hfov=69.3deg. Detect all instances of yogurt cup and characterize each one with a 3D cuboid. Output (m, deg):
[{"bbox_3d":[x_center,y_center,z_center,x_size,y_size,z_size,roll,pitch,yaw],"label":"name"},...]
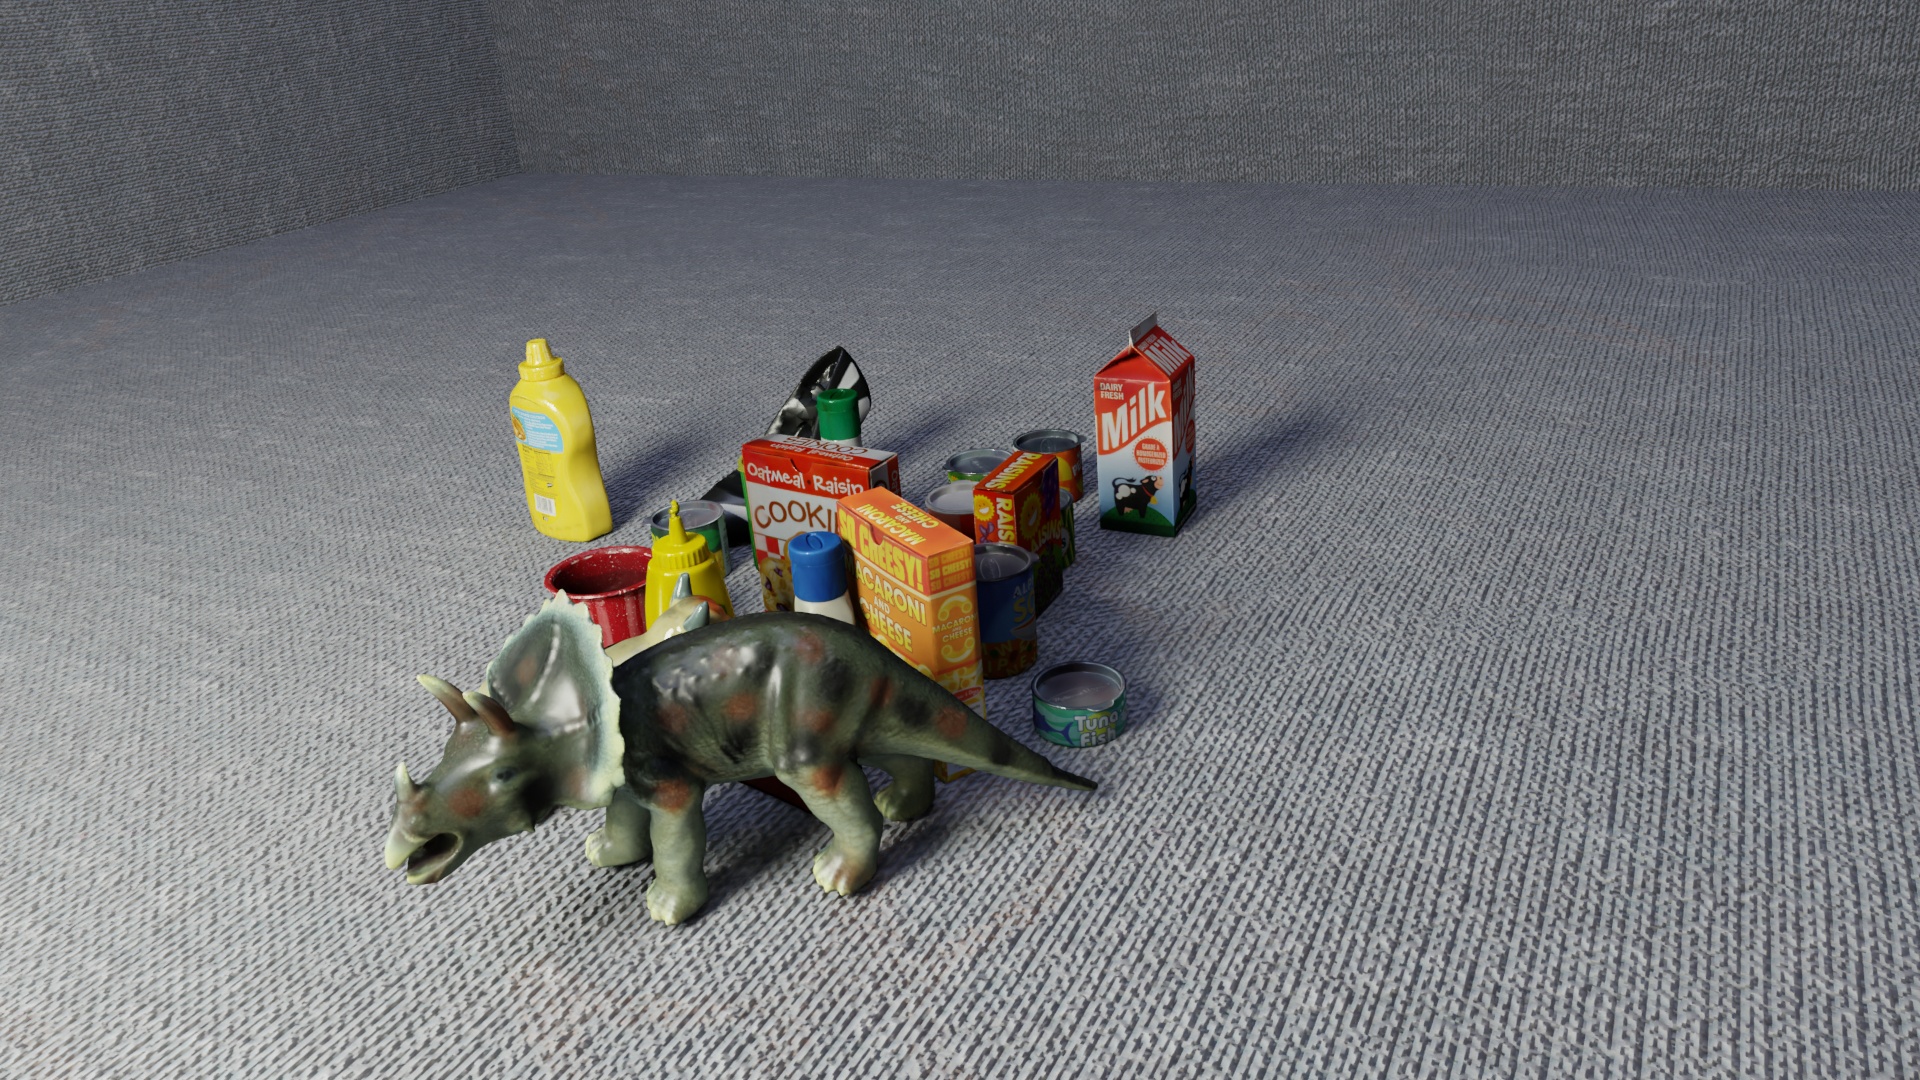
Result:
[{"bbox_3d":[0.004,-0.016,1.240,0.072,0.053,0.073,-4,24,2],"label":"yogurt cup"}]

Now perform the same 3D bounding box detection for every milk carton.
[{"bbox_3d":[0.167,-0.105,1.245,0.073,0.189,0.073,7,26,25],"label":"milk carton"}]

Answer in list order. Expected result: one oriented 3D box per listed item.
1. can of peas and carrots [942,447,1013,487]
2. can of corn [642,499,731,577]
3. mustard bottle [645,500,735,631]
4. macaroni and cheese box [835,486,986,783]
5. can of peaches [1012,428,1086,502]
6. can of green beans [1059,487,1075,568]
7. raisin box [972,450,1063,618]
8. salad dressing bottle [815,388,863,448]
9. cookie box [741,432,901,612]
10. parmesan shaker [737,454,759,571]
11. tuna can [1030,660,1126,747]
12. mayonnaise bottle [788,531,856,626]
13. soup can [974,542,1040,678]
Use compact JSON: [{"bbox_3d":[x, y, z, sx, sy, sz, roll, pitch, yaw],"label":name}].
[{"bbox_3d":[0.019,-0.048,1.305,0.071,0.058,0.071,-4,24,2],"label":"can of peas and carrots"},{"bbox_3d":[-0.242,0.003,1.236,0.071,0.058,0.071,-4,24,2],"label":"can of corn"},{"bbox_3d":[-0.198,0.047,1.006,0.065,0.159,0.049,-18,27,-29],"label":"mustard bottle"},{"bbox_3d":[-0.033,0.062,0.936,0.040,0.165,0.124,-18,27,-27],"label":"macaroni and cheese box"},{"bbox_3d":[0.088,-0.070,1.342,0.071,0.057,0.071,-4,24,2],"label":"can of peaches"},{"bbox_3d":[0.067,-0.009,1.210,0.071,0.057,0.071,-4,24,2],"label":"can of green beans"},{"bbox_3d":[0.048,0.000,1.112,0.040,0.122,0.086,8,27,27],"label":"raisin box"},{"bbox_3d":[-0.103,-0.062,1.248,0.044,0.147,0.064,1,24,13],"label":"salad dressing bottle"},{"bbox_3d":[-0.101,0.007,1.069,0.123,0.166,0.040,11,28,31],"label":"cookie box"},{"bbox_3d":[-0.160,-0.026,1.233,0.071,0.102,0.071,-4,24,2],"label":"parmesan shaker"},{"bbox_3d":[0.084,0.114,0.962,0.071,0.032,0.071,-4,24,2],"label":"tuna can"},{"bbox_3d":[-0.092,0.067,0.957,0.041,0.147,0.065,-11,25,-15],"label":"mayonnaise bottle"},{"bbox_3d":[0.027,0.052,1.047,0.071,0.083,0.071,-4,24,2],"label":"soup can"}]
